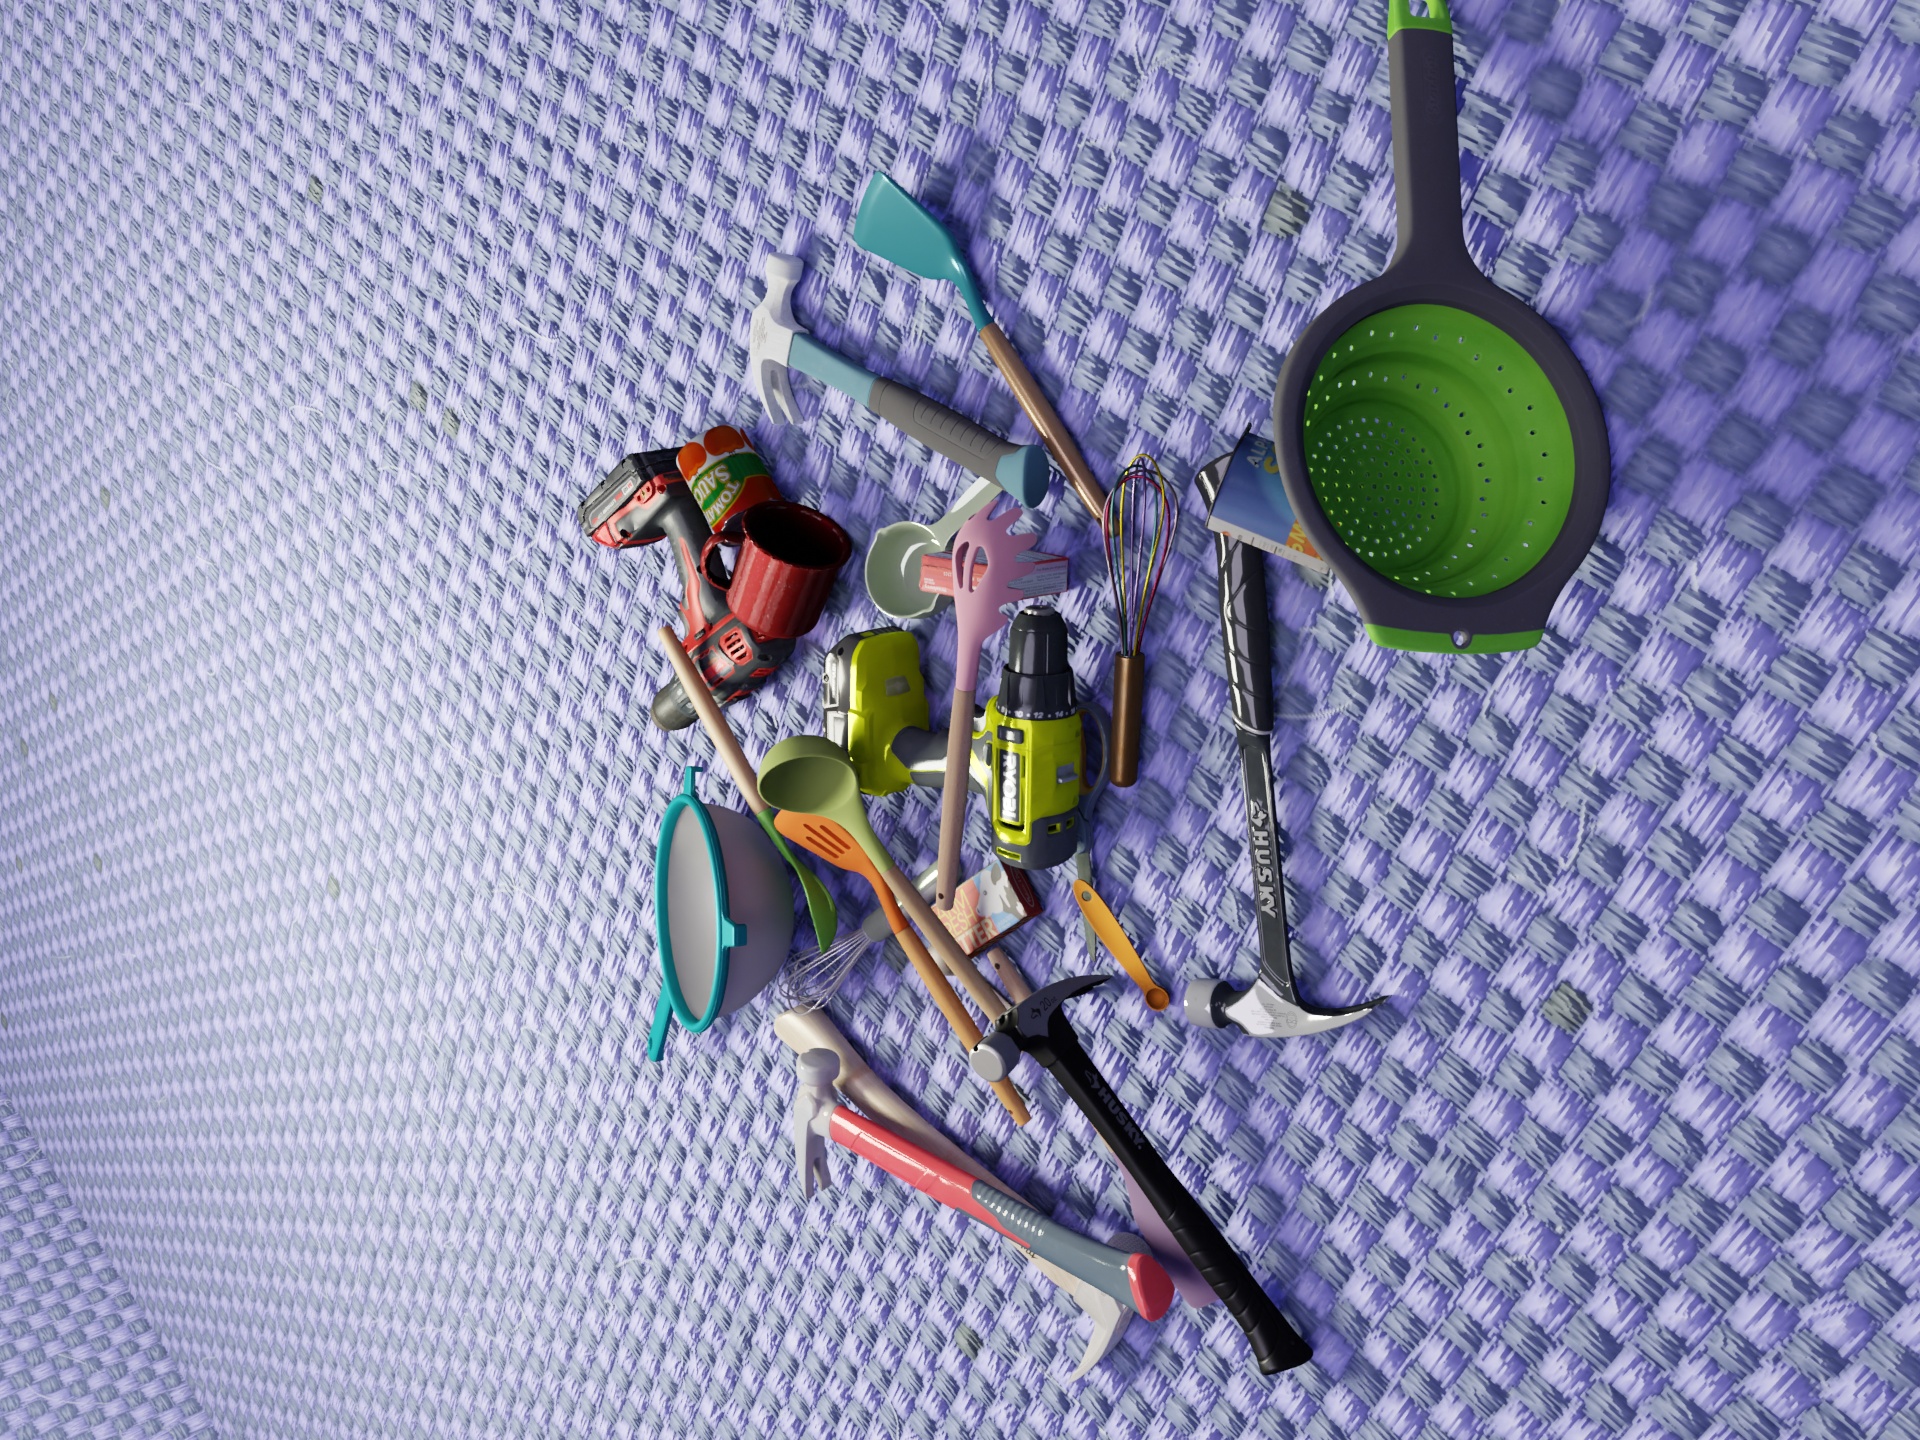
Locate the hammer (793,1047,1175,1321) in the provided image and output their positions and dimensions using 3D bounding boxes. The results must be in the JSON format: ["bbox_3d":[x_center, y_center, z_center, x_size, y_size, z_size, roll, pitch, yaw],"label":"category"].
[{"bbox_3d":[0.005,0.401,1.300,0.387,0.038,0.143,17,115,39],"label":"hammer"}]

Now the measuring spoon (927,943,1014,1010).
[{"bbox_3d":[0.015,0.225,1.311,0.124,0.018,0.034,40,124,26],"label":"measuring spoon"}]

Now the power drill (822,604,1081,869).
[{"bbox_3d":[-0.002,-0.004,1.217,0.229,0.080,0.190,14,110,42],"label":"power drill"}]

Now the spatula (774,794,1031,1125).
[{"bbox_3d":[-0.041,0.196,1.299,0.322,0.041,0.081,57,145,4],"label":"spatula"}]

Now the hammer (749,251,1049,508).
[{"bbox_3d":[-0.055,-0.250,1.233,0.331,0.033,0.128,35,122,34],"label":"hammer"}]

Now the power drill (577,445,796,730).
[{"bbox_3d":[-0.255,-0.111,1.428,0.188,0.080,0.227,-33,81,41],"label":"power drill"}]

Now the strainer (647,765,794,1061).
[{"bbox_3d":[-0.221,0.212,1.464,0.340,0.095,0.211,112,146,-43],"label":"strainer"}]

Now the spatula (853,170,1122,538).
[{"bbox_3d":[0.024,-0.262,1.167,0.318,0.044,0.082,59,154,11],"label":"spatula"}]

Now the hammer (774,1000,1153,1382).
[{"bbox_3d":[-0.018,0.383,1.368,0.411,0.038,0.146,34,122,31],"label":"hammer"}]

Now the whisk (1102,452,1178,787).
[{"bbox_3d":[0.123,-0.067,1.131,0.047,0.051,0.245,14,112,32],"label":"whisk"}]

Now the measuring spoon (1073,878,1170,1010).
[{"bbox_3d":[0.122,0.168,1.202,0.021,0.011,0.117,-40,80,30],"label":"measuring spoon"}]

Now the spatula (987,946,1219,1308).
[{"bbox_3d":[0.112,0.313,1.249,0.059,0.018,0.316,-43,73,32],"label":"spatula"}]

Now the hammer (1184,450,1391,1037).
[{"bbox_3d":[0.205,0.021,1.085,0.149,0.036,0.409,0,100,40],"label":"hammer"}]

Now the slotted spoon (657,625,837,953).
[{"bbox_3d":[-0.181,0.055,1.364,0.314,0.031,0.070,60,172,6],"label":"slotted spoon"}]

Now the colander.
[{"bbox_3d":[0.260,-0.229,0.935,0.094,0.204,0.397,150,120,-75],"label":"colander"}]

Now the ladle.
[{"bbox_3d":[-0.045,0.143,1.250,0.078,0.062,0.320,-32,100,27],"label":"ladle"}]

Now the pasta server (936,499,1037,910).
[{"bbox_3d":[0.007,-0.002,1.142,0.060,0.040,0.316,25,122,34],"label":"pasta server"}]

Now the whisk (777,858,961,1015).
[{"bbox_3d":[-0.079,0.184,1.367,0.246,0.057,0.059,-41,43,35],"label":"whisk"}]

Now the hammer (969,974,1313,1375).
[{"bbox_3d":[0.148,0.338,1.173,0.335,0.146,0.035,53,130,4],"label":"hammer"}]

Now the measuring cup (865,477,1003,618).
[{"bbox_3d":[-0.004,-0.145,1.232,0.167,0.038,0.083,-43,68,22],"label":"measuring cup"}]
